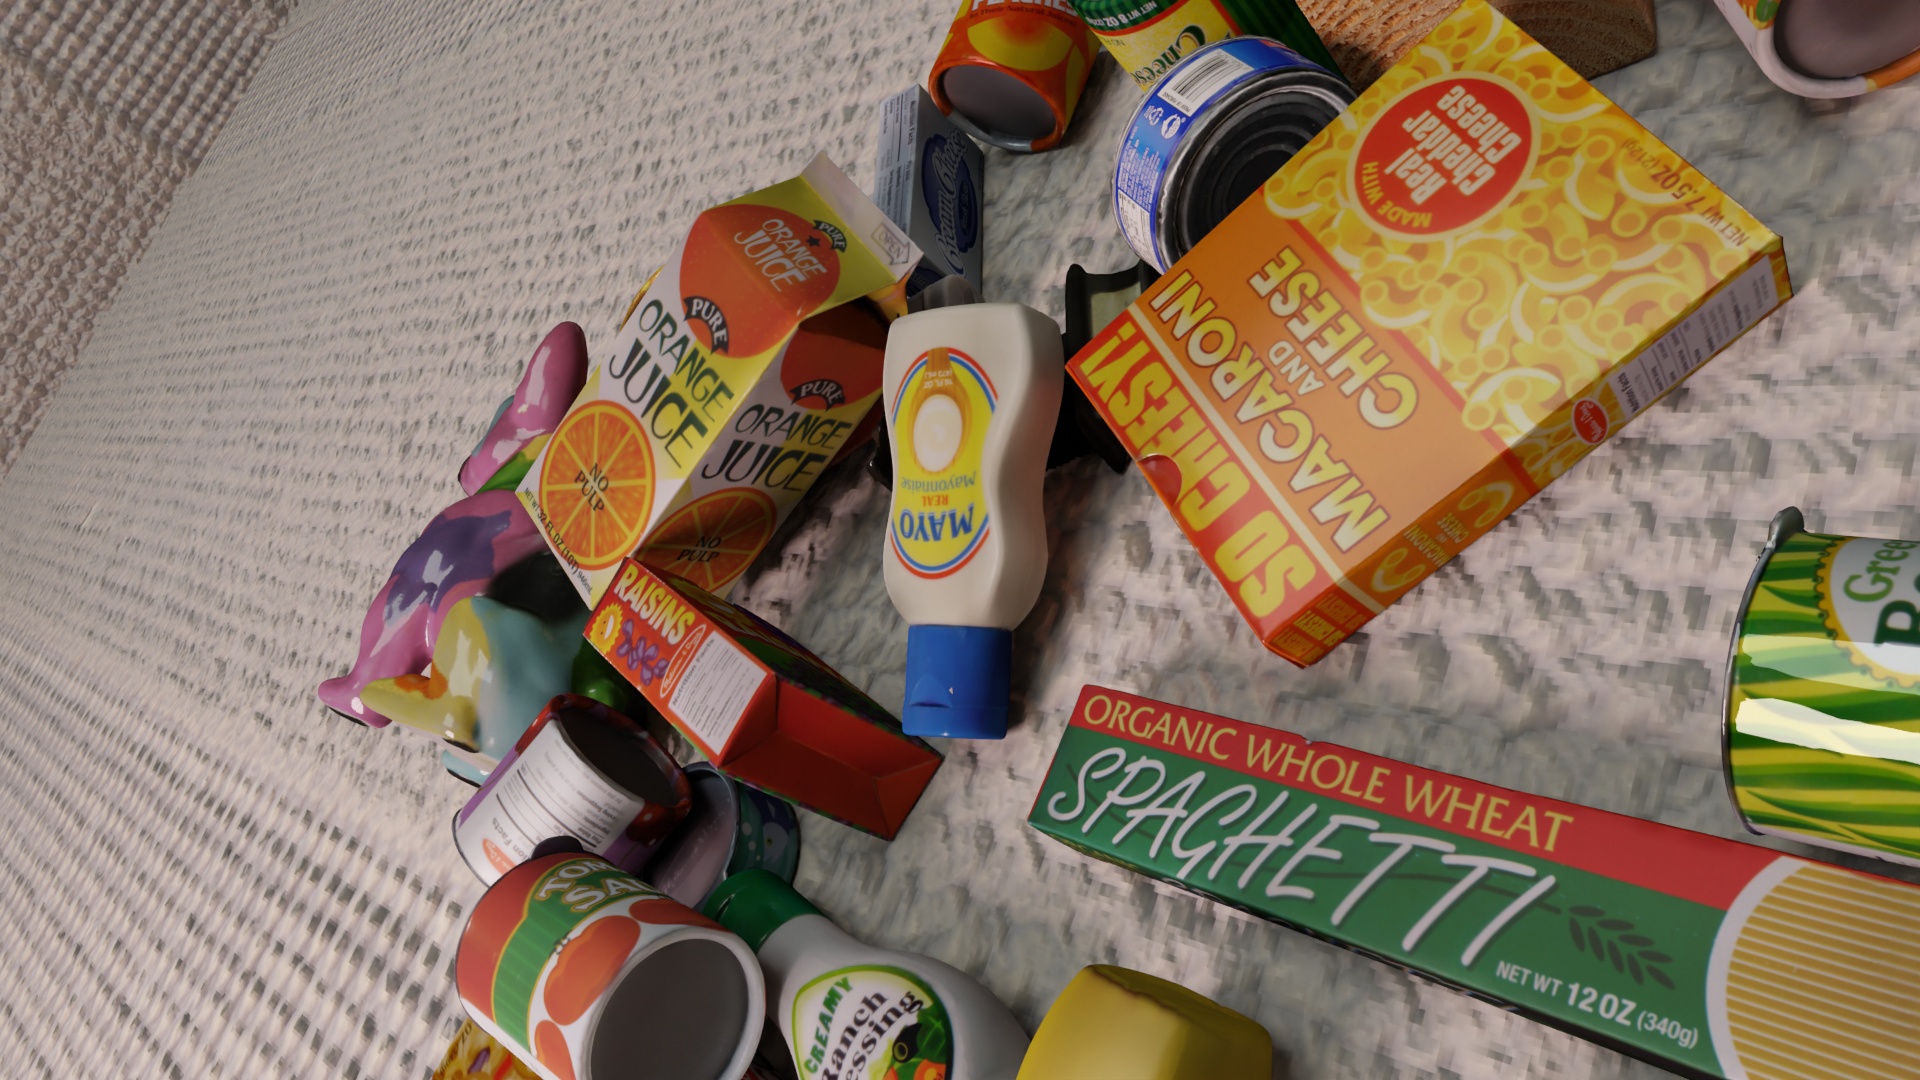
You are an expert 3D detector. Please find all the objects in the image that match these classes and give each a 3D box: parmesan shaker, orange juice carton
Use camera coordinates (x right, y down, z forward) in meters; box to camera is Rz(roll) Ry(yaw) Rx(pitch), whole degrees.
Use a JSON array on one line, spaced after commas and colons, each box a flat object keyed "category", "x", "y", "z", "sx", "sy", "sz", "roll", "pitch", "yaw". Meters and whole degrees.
[{"category": "parmesan shaker", "x": 0.090, "y": -0.184, "z": 0.504, "sx": 0.071, "sy": 0.103, "sz": 0.071, "roll": -25, "pitch": 48, "yaw": 32}, {"category": "orange juice carton", "x": -0.091, "y": -0.061, "z": 0.563, "sx": 0.192, "sy": 0.073, "sz": 0.072, "roll": -50, "pitch": 62, "yaw": 20}]

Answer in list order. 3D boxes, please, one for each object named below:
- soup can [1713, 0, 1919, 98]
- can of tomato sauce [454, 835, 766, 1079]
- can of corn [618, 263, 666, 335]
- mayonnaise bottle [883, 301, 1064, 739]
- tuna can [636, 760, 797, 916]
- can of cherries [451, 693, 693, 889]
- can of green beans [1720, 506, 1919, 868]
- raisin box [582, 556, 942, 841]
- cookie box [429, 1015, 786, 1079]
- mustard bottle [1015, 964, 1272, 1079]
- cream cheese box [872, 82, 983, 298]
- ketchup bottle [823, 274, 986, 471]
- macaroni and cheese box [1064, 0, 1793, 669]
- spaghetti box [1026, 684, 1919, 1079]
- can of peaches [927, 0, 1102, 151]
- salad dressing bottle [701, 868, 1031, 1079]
[{"category": "soup can", "x": 0.237, "y": -0.174, "z": 0.378, "sx": 0.071, "sy": 0.071, "sz": 0.084, "roll": -29, "pitch": 47, "yaw": 28}, {"category": "can of tomato sauce", "x": -0.111, "y": 0.140, "z": 0.442, "sx": 0.083, "sy": 0.071, "sz": 0.071, "roll": 9, "pitch": 70, "yaw": 46}, {"category": "can of corn", "x": -0.131, "y": -0.100, "z": 0.701, "sx": 0.071, "sy": 0.058, "sz": 0.071, "roll": -25, "pitch": 47, "yaw": 31}, {"category": "mayonnaise bottle", "x": 0.002, "y": -0.006, "z": 0.483, "sx": 0.064, "sy": 0.041, "sz": 0.148, "roll": -2, "pitch": 81, "yaw": 33}, {"category": "tuna can", "x": -0.094, "y": 0.122, "z": 0.527, "sx": 0.071, "sy": 0.033, "sz": 0.071, "roll": -25, "pitch": 48, "yaw": 31}, {"category": "can of cherries", "x": -0.141, "y": 0.098, "z": 0.513, "sx": 0.058, "sy": 0.071, "sz": 0.072, "roll": -51, "pitch": 40, "yaw": 5}, {"category": "can of green beans", "x": 0.194, "y": 0.033, "z": 0.277, "sx": 0.058, "sy": 0.071, "sz": 0.071, "roll": 7, "pitch": 69, "yaw": 47}, {"category": "raisin box", "x": -0.076, "y": 0.055, "z": 0.515, "sx": 0.123, "sy": 0.086, "sz": 0.040, "roll": 28, "pitch": 87, "yaw": 50}, {"category": "cookie box", "x": -0.133, "y": 0.214, "z": 0.496, "sx": 0.167, "sy": 0.040, "sz": 0.123, "roll": 21, "pitch": 78, "yaw": 51}, {"category": "mustard bottle", "x": 0.025, "y": 0.187, "z": 0.340, "sx": 0.049, "sy": 0.065, "sz": 0.160, "roll": 15, "pitch": 78, "yaw": 45}, {"category": "cream cheese box", "x": -0.014, "y": -0.151, "z": 0.624, "sx": 0.024, "sy": 0.053, "sz": 0.104, "roll": -23, "pitch": 49, "yaw": 31}, {"category": "ketchup bottle", "x": -0.053, "y": -0.067, "z": 0.611, "sx": 0.148, "sy": 0.043, "sz": 0.065, "roll": -25, "pitch": 51, "yaw": 31}, {"category": "macaroni and cheese box", "x": 0.127, "y": -0.062, "z": 0.412, "sx": 0.166, "sy": 0.040, "sz": 0.124, "roll": -41, "pitch": 54, "yaw": 16}, {"category": "spaghetti box", "x": 0.118, "y": 0.084, "z": 0.346, "sx": 0.250, "sy": 0.028, "sz": 0.050, "roll": 9, "pitch": 69, "yaw": 47}, {"category": "can of peaches", "x": 0.025, "y": -0.217, "z": 0.618, "sx": 0.071, "sy": 0.071, "sz": 0.058, "roll": 7, "pitch": 69, "yaw": 47}, {"category": "salad dressing bottle", "x": -0.034, "y": 0.151, "z": 0.438, "sx": 0.148, "sy": 0.044, "sz": 0.064, "roll": 21, "pitch": 81, "yaw": 50}]
